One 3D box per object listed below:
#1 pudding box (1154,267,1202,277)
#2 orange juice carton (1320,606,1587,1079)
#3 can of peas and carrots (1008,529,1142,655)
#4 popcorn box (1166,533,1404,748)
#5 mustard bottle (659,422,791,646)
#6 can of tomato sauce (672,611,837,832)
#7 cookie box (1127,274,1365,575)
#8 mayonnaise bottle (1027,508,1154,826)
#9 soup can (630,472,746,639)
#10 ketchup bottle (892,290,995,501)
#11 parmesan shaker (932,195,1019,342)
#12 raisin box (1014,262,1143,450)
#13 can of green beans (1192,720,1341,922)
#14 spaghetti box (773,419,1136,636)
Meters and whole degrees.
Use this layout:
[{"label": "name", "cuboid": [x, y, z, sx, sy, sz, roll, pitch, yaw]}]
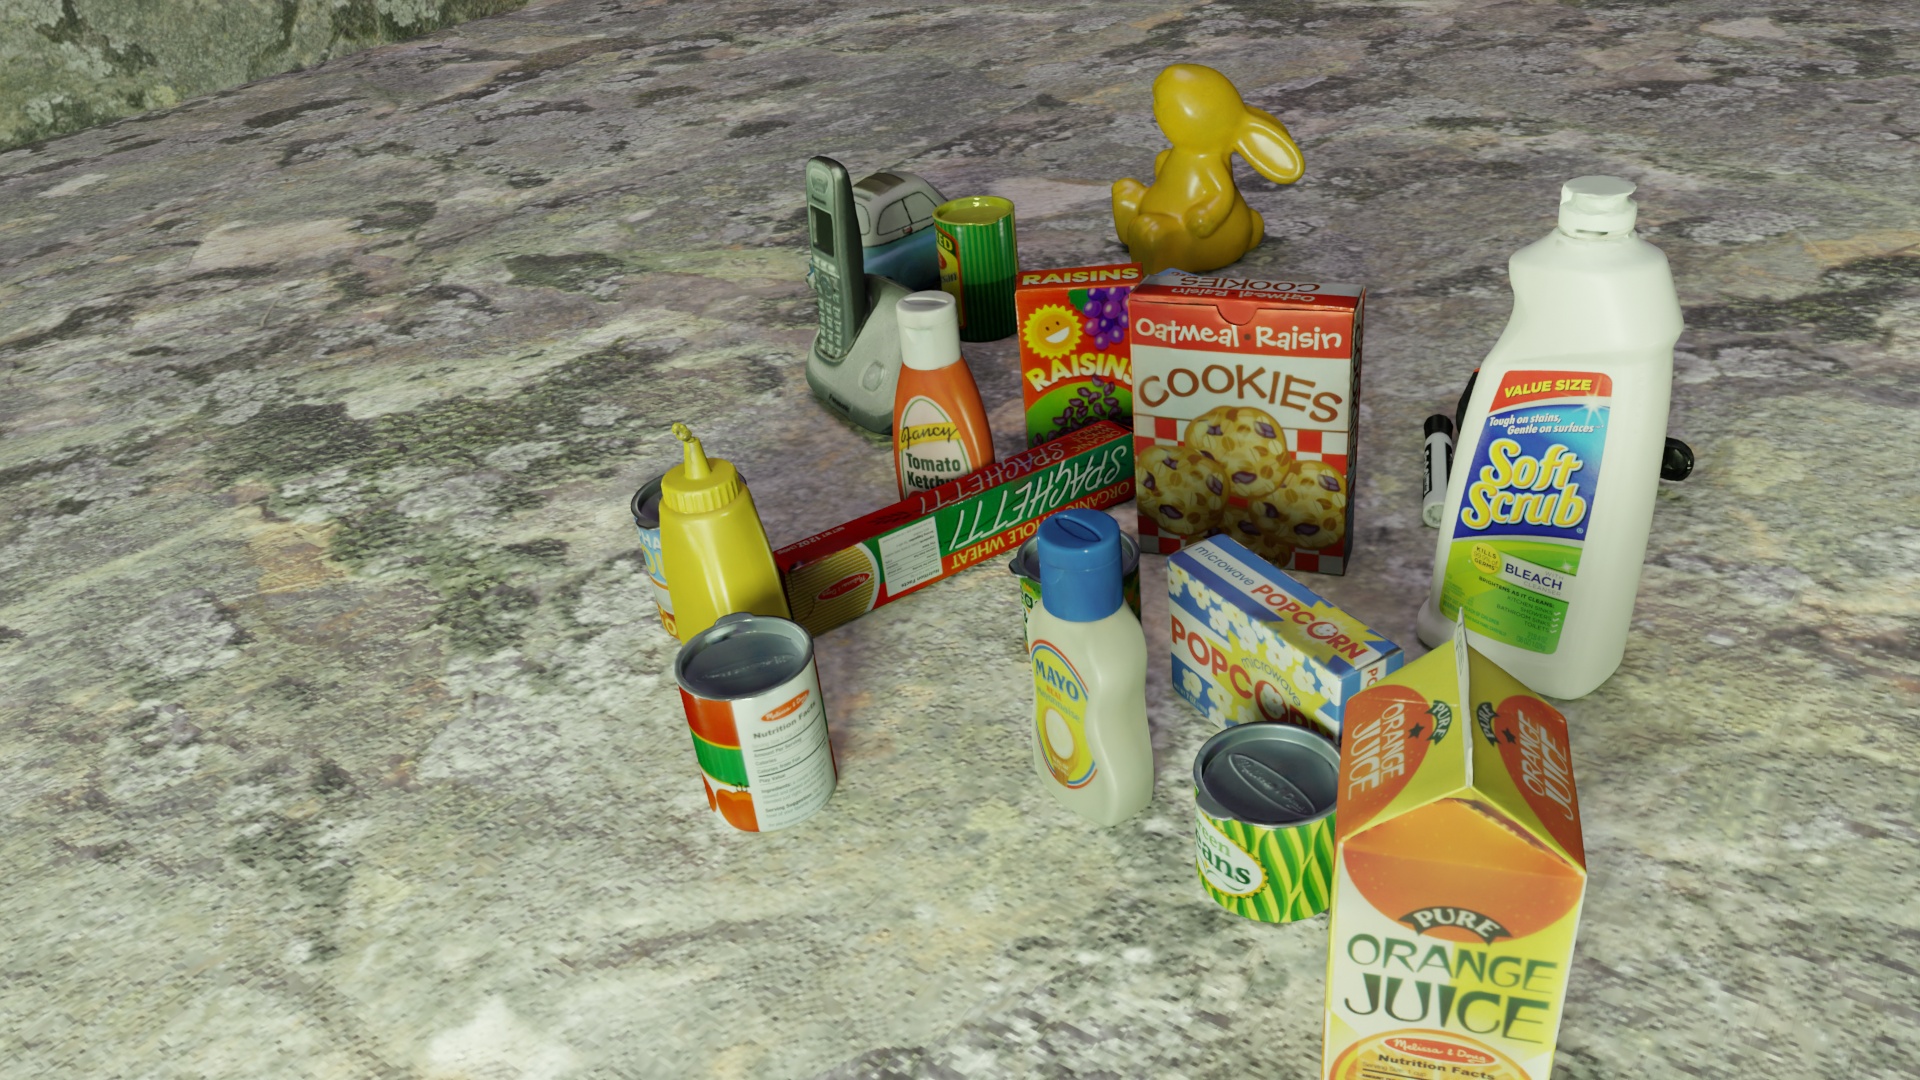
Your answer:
[{"label": "pudding box", "cuboid": [0.185, -0.178, 1.084, 0.030, 0.049, 0.084, -28, 37, -31]}, {"label": "orange juice carton", "cuboid": [0.162, 0.120, 0.465, 0.073, 0.191, 0.072, 4, 33, 17]}, {"label": "can of peas and carrots", "cuboid": [0.063, 0.032, 0.756, 0.071, 0.058, 0.071, -5, 31, 3]}, {"label": "popcorn box", "cuboid": [0.151, 0.062, 0.665, 0.038, 0.084, 0.127, -21, 34, -22]}, {"label": "mustard bottle", "cuboid": [-0.127, 0.008, 0.734, 0.065, 0.159, 0.049, 22, 42, 39]}, {"label": "can of tomato sauce", "cuboid": [-0.099, 0.088, 0.673, 0.071, 0.082, 0.071, -5, 31, 3]}, {"label": "cookie box", "cuboid": [0.162, -0.065, 0.791, 0.123, 0.166, 0.040, 7, 34, 21]}, {"label": "mayonnaise bottle", "cuboid": [0.057, 0.057, 0.631, 0.041, 0.147, 0.065, -25, 36, -27]}, {"label": "soup can", "cuboid": [-0.152, 0.009, 0.809, 0.071, 0.083, 0.072, -5, 31, 3]}, {"label": "ketchup bottle", "cuboid": [-0.013, -0.081, 0.868, 0.065, 0.148, 0.044, 6, 34, 21]}, {"label": "parmesan shaker", "cuboid": [0.016, -0.220, 1.133, 0.071, 0.102, 0.071, -5, 31, 3]}, {"label": "raisin box", "cuboid": [0.084, -0.122, 0.940, 0.086, 0.122, 0.040, -2, 31, 8]}, {"label": "can of green beans", "cuboid": [0.134, 0.121, 0.598, 0.071, 0.057, 0.071, -5, 31, 3]}, {"label": "spaghetti box", "cuboid": [0.003, -0.011, 0.845, 0.251, 0.050, 0.029, -23, 35, -25]}]
